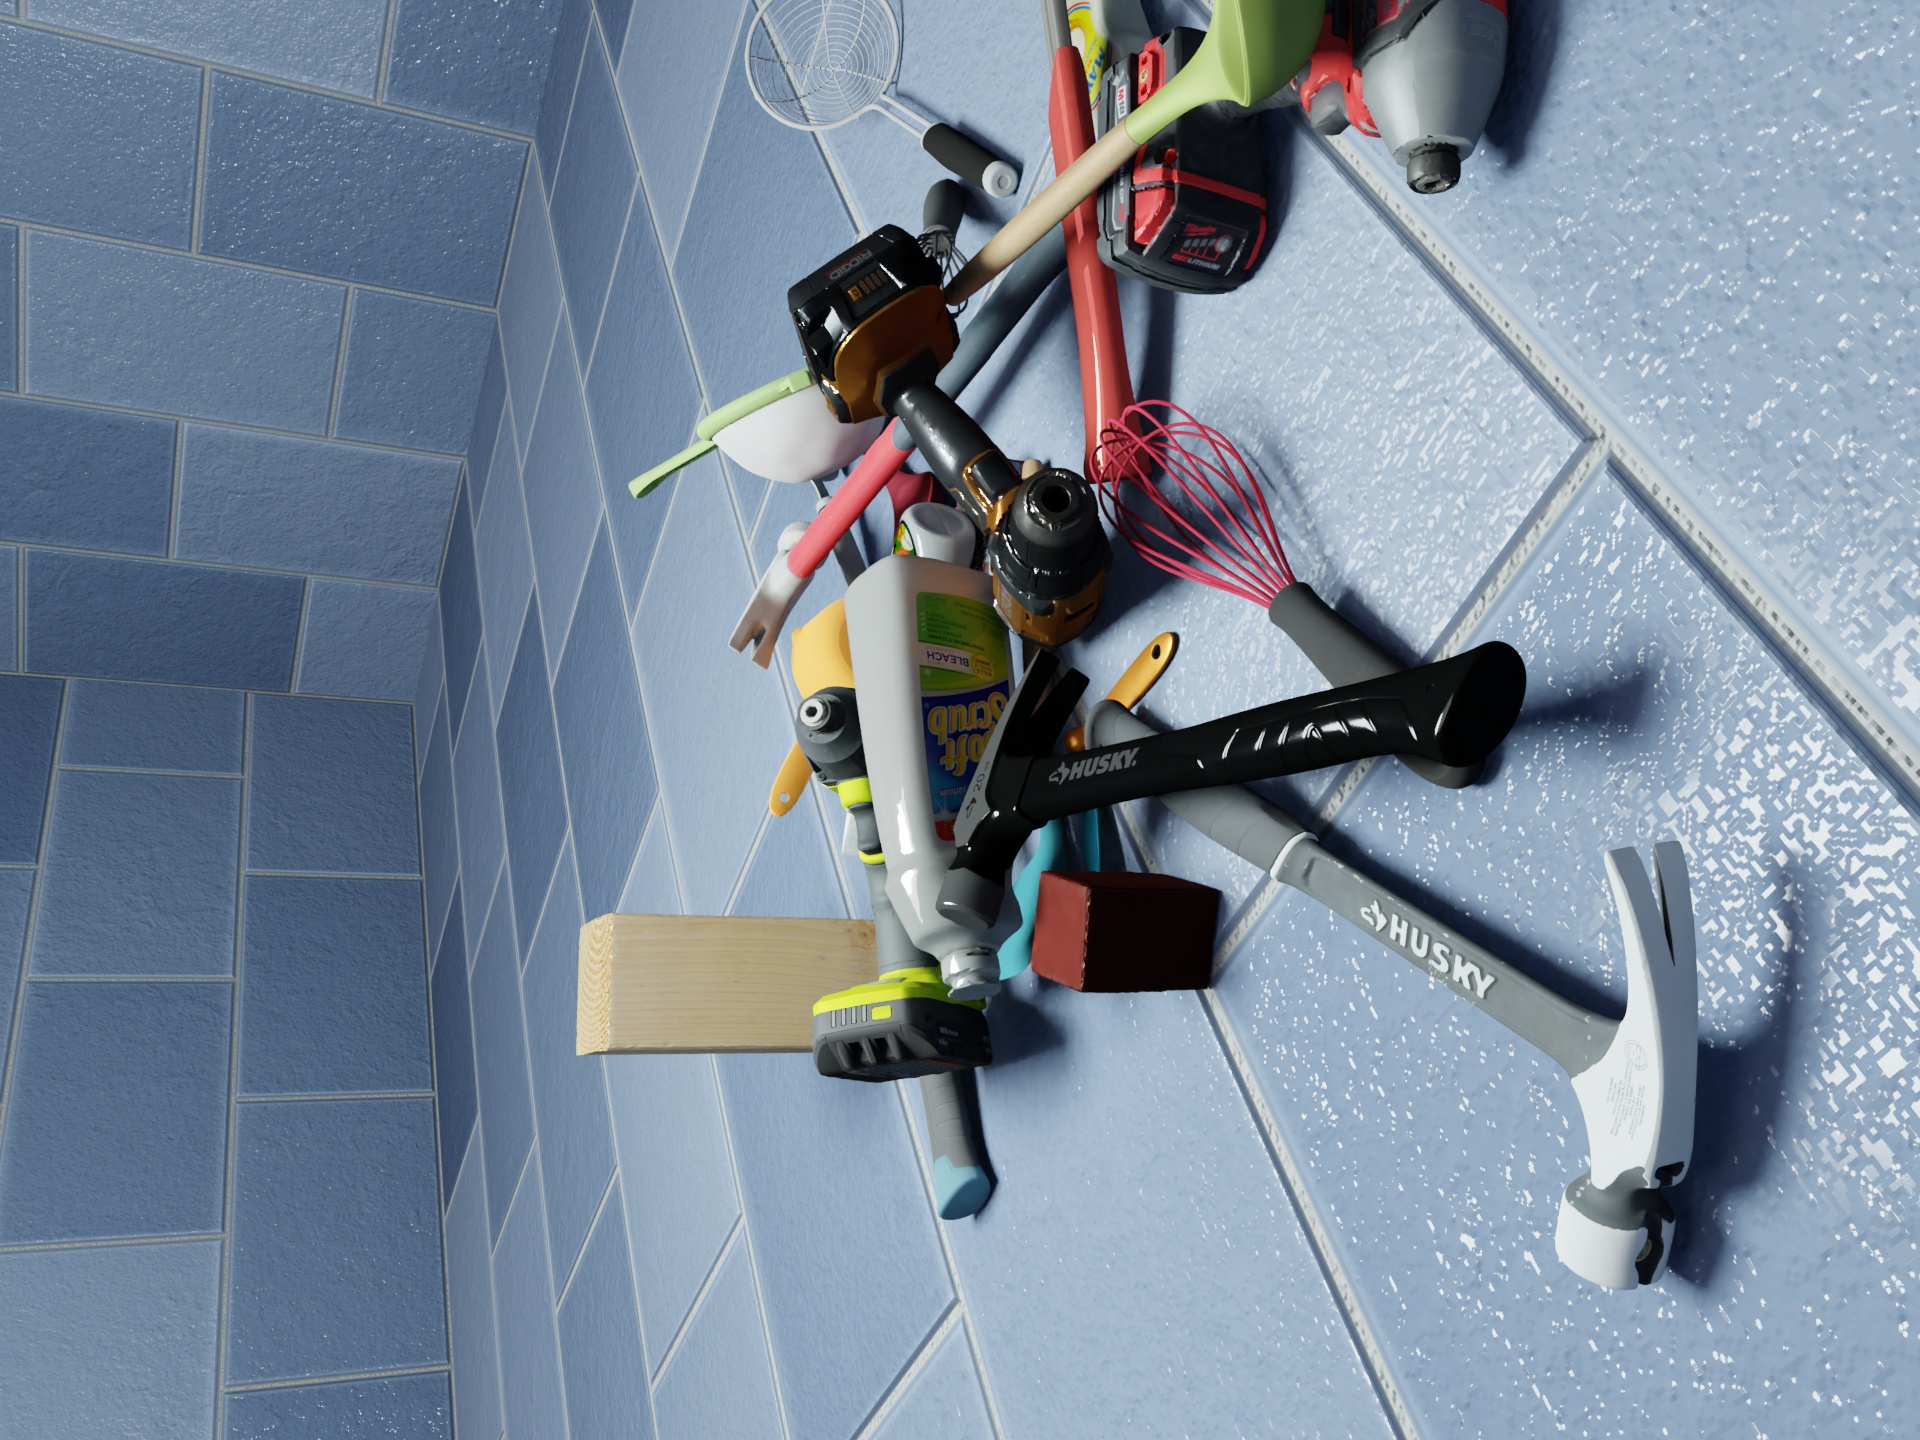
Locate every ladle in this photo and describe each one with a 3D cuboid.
[{"bbox_3d":[-0.066,-0.202,1.202,0.069,0.031,0.316,-62,31,22],"label":"ladle"},{"bbox_3d":[0.059,-0.267,0.752,0.320,0.062,0.078,-22,76,60],"label":"ladle"}]

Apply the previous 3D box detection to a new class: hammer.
[{"bbox_3d":[-0.025,0.157,1.050,0.128,0.033,0.331,-50,43,49],"label":"hammer"},{"bbox_3d":[0.104,0.011,0.700,0.335,0.035,0.146,-17,48,56],"label":"hammer"},{"bbox_3d":[-0.034,-0.185,1.030,0.386,0.038,0.143,-45,18,40],"label":"hammer"},{"bbox_3d":[0.154,0.061,0.686,0.409,0.036,0.149,-142,51,-62],"label":"hammer"},{"bbox_3d":[0.063,-0.308,0.851,0.149,0.036,0.359,-175,77,-82],"label":"hammer"}]

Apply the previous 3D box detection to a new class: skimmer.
[{"bbox_3d":[-0.059,-0.460,1.159,0.127,0.090,0.364,-45,40,7],"label":"skimmer"}]

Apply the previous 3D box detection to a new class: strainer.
[{"bbox_3d":[-0.150,-0.196,1.183,0.256,0.151,0.069,-20,97,36],"label":"strainer"},{"bbox_3d":[-0.103,-0.173,1.238,0.050,0.086,0.259,-41,58,31],"label":"strainer"}]

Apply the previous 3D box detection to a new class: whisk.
[{"bbox_3d":[0.141,-0.065,0.731,0.296,0.073,0.073,55,134,44],"label":"whisk"},{"bbox_3d":[-0.017,-0.309,1.033,0.239,0.055,0.055,-85,15,-55],"label":"whisk"}]

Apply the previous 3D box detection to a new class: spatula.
[{"bbox_3d":[0.037,-0.006,0.940,0.082,0.044,0.318,150,122,-64],"label":"spatula"}]

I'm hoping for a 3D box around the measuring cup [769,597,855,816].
[{"bbox_3d":[-0.083,-0.011,1.087,0.052,0.095,0.174,-35,26,54],"label":"measuring cup"}]

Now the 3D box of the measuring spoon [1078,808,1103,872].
[{"bbox_3d":[0.081,0.076,0.875,0.042,0.021,0.129,127,149,-49],"label":"measuring spoon"}]

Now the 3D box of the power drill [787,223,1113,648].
[{"bbox_3d":[0.001,-0.151,0.844,0.226,0.084,0.185,55,176,9],"label":"power drill"}]

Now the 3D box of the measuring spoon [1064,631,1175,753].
[{"bbox_3d":[0.085,-0.013,0.878,0.117,0.011,0.021,-52,41,48],"label":"measuring spoon"}]

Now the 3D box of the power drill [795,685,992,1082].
[{"bbox_3d":[-0.047,0.095,0.945,0.171,0.080,0.223,39,-140,-66],"label":"power drill"}]

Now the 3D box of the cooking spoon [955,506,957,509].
[{"bbox_3d":[-0.002,-0.003,1.003,0.068,0.017,0.319,118,156,-53],"label":"cooking spoon"}]

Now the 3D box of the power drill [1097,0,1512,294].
[{"bbox_3d":[0.154,-0.278,0.720,0.220,0.078,0.143,-12,76,60],"label":"power drill"}]
